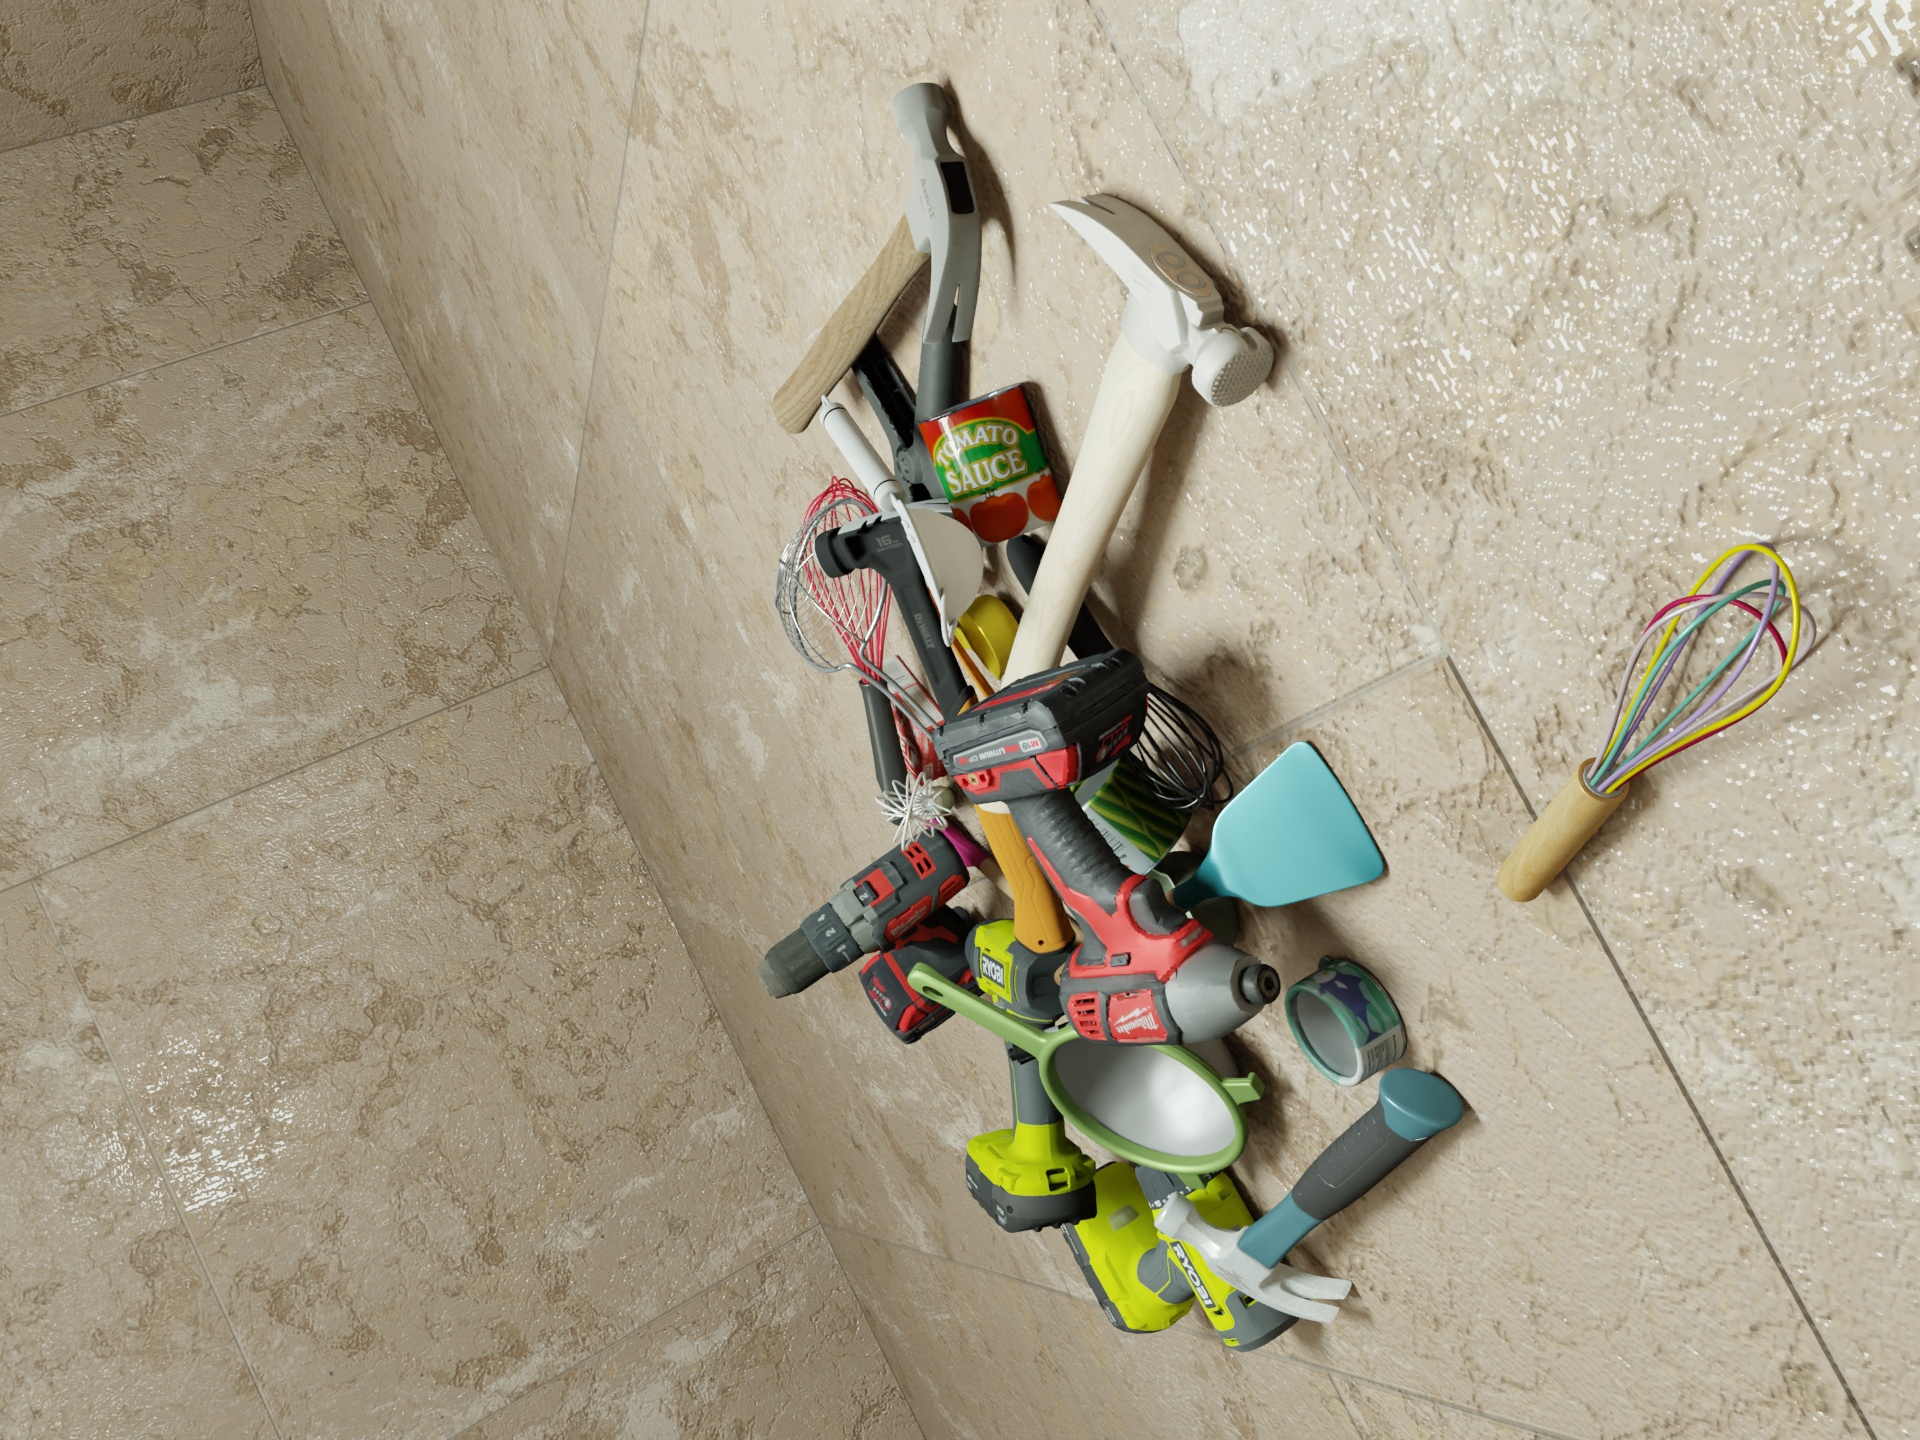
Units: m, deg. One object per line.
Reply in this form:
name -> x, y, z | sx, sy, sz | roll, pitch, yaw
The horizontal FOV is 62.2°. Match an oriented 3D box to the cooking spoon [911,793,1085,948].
cooking spoon -> 0.036, 0.130, 1.309 | 0.319, 0.017, 0.068 | 35, 158, 53

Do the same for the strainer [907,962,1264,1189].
strainer -> 0.088, 0.218, 1.109 | 0.256, 0.069, 0.151 | 26, 139, 12

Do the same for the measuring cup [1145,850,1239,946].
measuring cup -> 0.122, 0.094, 1.041 | 0.168, 0.038, 0.083 | 48, 153, 42

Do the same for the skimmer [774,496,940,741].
skimmer -> -0.002, -0.004, 1.162 | 0.363, 0.090, 0.127 | 46, 131, -1

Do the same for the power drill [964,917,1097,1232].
power drill -> 0.048, 0.271, 1.258 | 0.171, 0.080, 0.223 | -171, 77, -72

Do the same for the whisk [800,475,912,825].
whisk -> -0.074, -0.050, 1.267 | 0.073, 0.073, 0.295 | 27, 131, 58

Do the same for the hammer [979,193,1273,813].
hammer -> 0.056, -0.091, 0.906 | 0.146, 0.038, 0.410 | 55, 148, 28

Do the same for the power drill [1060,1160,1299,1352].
power drill -> 0.156, 0.392, 1.239 | 0.191, 0.080, 0.228 | 60, 156, 12

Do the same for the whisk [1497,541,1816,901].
whisk -> 0.259, 0.016, 0.620 | 0.047, 0.051, 0.244 | 49, 158, 22

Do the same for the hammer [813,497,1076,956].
hammer -> 0.015, 0.012, 1.085 | 0.127, 0.034, 0.336 | -11, 109, 31

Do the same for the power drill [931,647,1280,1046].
power drill -> 0.086, 0.080, 0.880 | 0.143, 0.078, 0.219 | -15, 102, 51

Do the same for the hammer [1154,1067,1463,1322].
hammer -> 0.222, 0.293, 0.986 | 0.128, 0.033, 0.330 | 34, 146, 12

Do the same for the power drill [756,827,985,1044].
power drill -> -0.064, 0.196, 1.343 | 0.080, 0.188, 0.226 | 51, 172, 30

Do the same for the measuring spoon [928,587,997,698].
measuring spoon -> 0.007, -0.045, 1.117 | 0.117, 0.011, 0.021 | 56, -163, -5

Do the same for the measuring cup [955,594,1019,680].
measuring cup -> 0.013, -0.066, 1.149 | 0.062, 0.029, 0.156 | 61, 172, -12

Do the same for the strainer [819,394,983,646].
strainer -> -0.039, -0.136, 0.980 | 0.259, 0.050, 0.086 | 57, 171, 42

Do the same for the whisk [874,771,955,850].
whisk -> -0.027, 0.067, 1.244 | 0.246, 0.058, 0.059 | 7, -84, -85

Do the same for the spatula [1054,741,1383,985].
spatula -> 0.132, 0.112, 0.958 | 0.082, 0.044, 0.317 | 60, 150, 11

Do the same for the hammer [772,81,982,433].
hammer -> -0.063, -0.259, 1.025 | 0.331, 0.031, 0.130 | -30, 73, 65

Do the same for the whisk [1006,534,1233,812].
whisk -> 0.090, -0.034, 0.967 | 0.239, 0.055, 0.055 | 57, 158, 33
